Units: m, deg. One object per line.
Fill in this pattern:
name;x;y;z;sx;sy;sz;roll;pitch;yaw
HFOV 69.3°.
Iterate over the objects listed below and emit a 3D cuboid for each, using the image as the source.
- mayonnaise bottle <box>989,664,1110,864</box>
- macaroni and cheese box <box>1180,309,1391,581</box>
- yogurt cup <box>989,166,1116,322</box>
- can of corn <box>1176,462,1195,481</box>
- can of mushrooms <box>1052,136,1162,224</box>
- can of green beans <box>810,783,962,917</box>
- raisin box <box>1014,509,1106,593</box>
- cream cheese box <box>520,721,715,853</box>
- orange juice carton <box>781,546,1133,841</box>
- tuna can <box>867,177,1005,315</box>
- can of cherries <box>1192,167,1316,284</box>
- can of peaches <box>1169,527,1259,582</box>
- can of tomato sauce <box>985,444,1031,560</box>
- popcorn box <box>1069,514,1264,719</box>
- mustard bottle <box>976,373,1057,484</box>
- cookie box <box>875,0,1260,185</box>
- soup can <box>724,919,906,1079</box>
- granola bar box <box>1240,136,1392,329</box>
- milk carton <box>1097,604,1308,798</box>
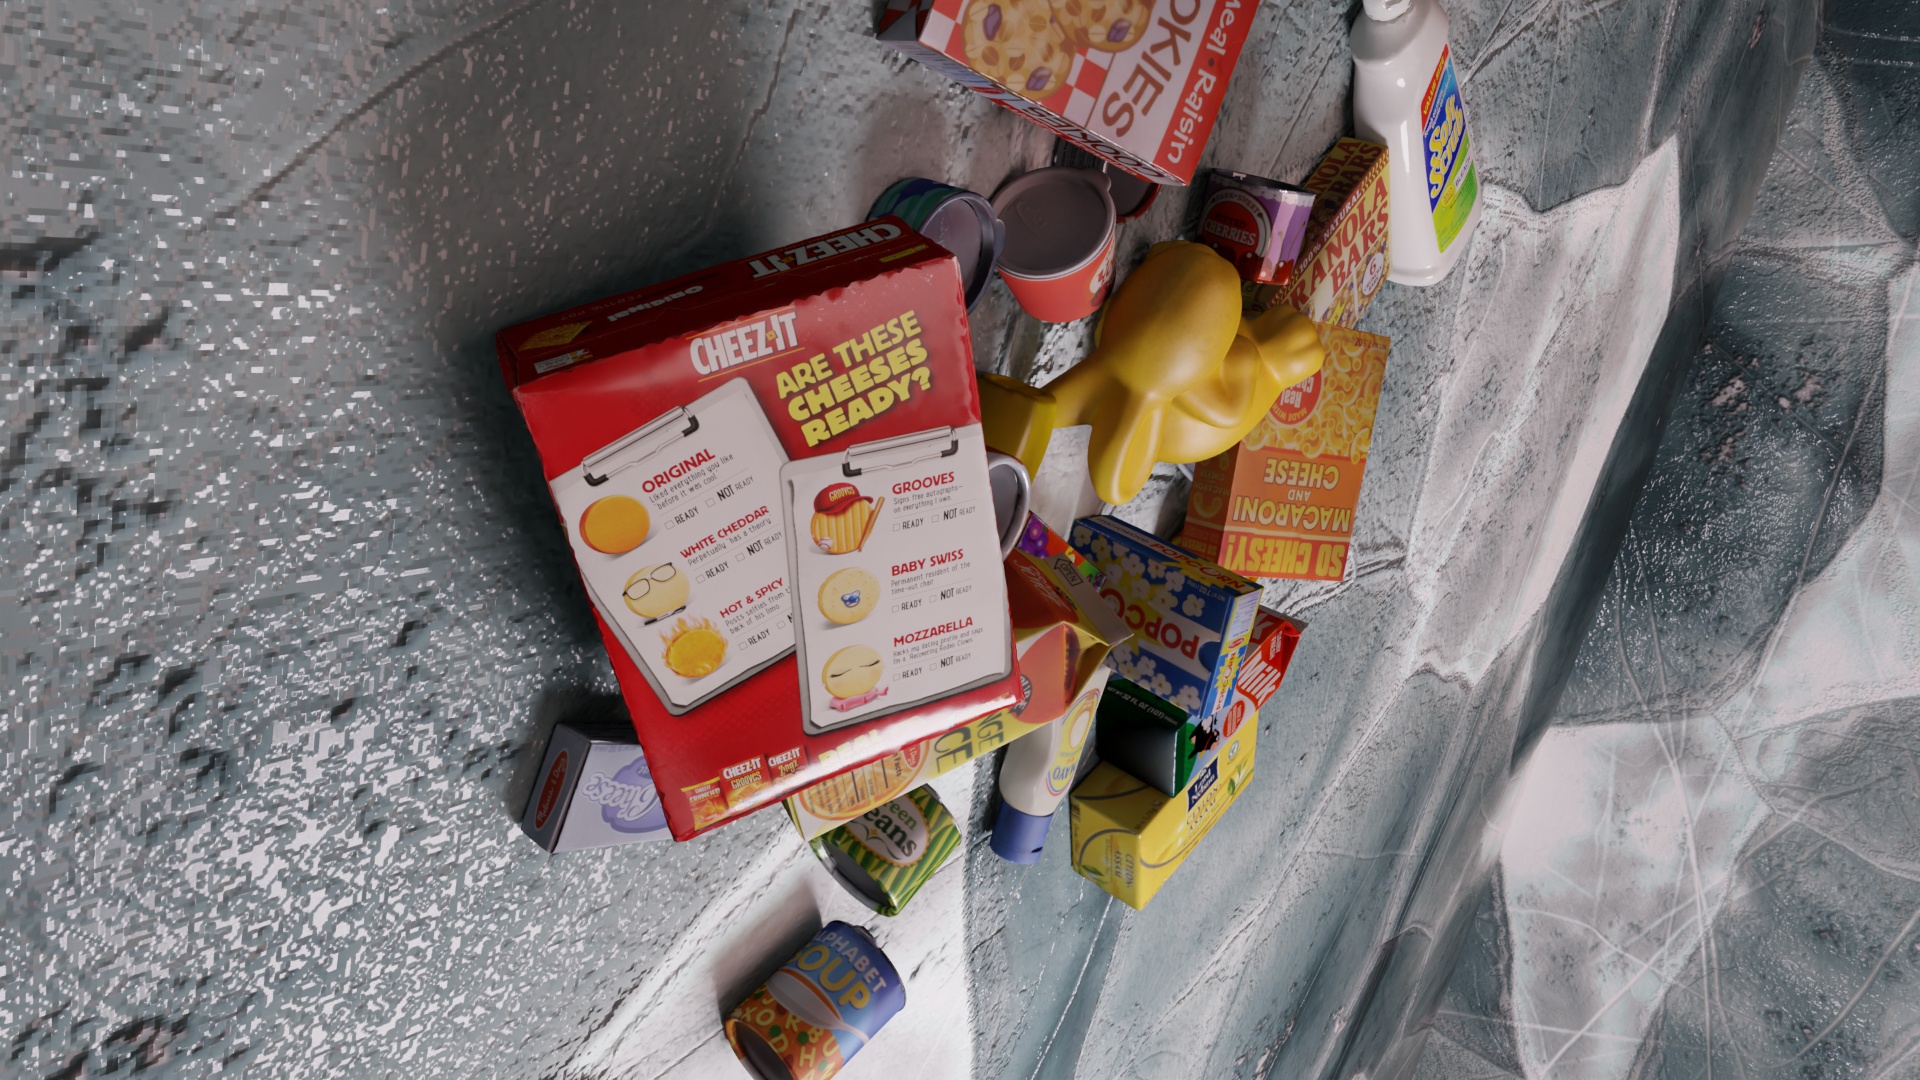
mayonnaise bottle;0.057;0.144;0.932;0.065;0.041;0.147;-4;114;-56
macaroni and cheese box;0.212;-0.060;0.907;0.124;0.040;0.166;4;99;-35
yogurt cup;0.049;-0.148;0.710;0.072;0.072;0.053;-56;154;-14
can of corn;0.190;-0.067;0.956;0.058;0.071;0.071;-54;146;-16
can of mushrooms;0.083;-0.205;0.747;0.071;0.033;0.070;-33;135;-40
can of green beans;-0.042;0.169;0.786;0.058;0.071;0.071;-44;142;-28
raisin box;0.033;0.034;0.828;0.086;0.040;0.123;-61;147;-5
cream cheese box;-0.146;0.110;0.637;0.104;0.024;0.053;10;103;-57
orange juice carton;-0.012;0.064;0.693;0.193;0.072;0.072;-24;136;-18
tuna can;-0.013;-0.137;0.656;0.071;0.033;0.070;-33;136;-39
can of cherries;0.178;-0.194;0.859;0.072;0.071;0.058;-14;124;-50
can of peaches;0.179;0.019;1.004;0.058;0.071;0.071;-43;142;-30
can of tomato sauce;-0.019;-0.023;0.676;0.071;0.083;0.070;-34;136;-40
popcorn box;0.121;0.045;0.880;0.038;0.127;0.085;-10;119;-46
mustard bottle;0.003;-0.009;0.743;0.160;0.049;0.065;-68;167;12
cookie box;0.059;-0.249;0.627;0.167;0.040;0.122;16;98;-37
soup can;-0.083;0.268;0.793;0.084;0.071;0.071;-36;138;-37
granola bar box;0.251;-0.186;0.992;0.166;0.039;0.123;-51;146;-20
milk carton;0.189;0.102;1.064;0.191;0.072;0.073;-38;138;-36
